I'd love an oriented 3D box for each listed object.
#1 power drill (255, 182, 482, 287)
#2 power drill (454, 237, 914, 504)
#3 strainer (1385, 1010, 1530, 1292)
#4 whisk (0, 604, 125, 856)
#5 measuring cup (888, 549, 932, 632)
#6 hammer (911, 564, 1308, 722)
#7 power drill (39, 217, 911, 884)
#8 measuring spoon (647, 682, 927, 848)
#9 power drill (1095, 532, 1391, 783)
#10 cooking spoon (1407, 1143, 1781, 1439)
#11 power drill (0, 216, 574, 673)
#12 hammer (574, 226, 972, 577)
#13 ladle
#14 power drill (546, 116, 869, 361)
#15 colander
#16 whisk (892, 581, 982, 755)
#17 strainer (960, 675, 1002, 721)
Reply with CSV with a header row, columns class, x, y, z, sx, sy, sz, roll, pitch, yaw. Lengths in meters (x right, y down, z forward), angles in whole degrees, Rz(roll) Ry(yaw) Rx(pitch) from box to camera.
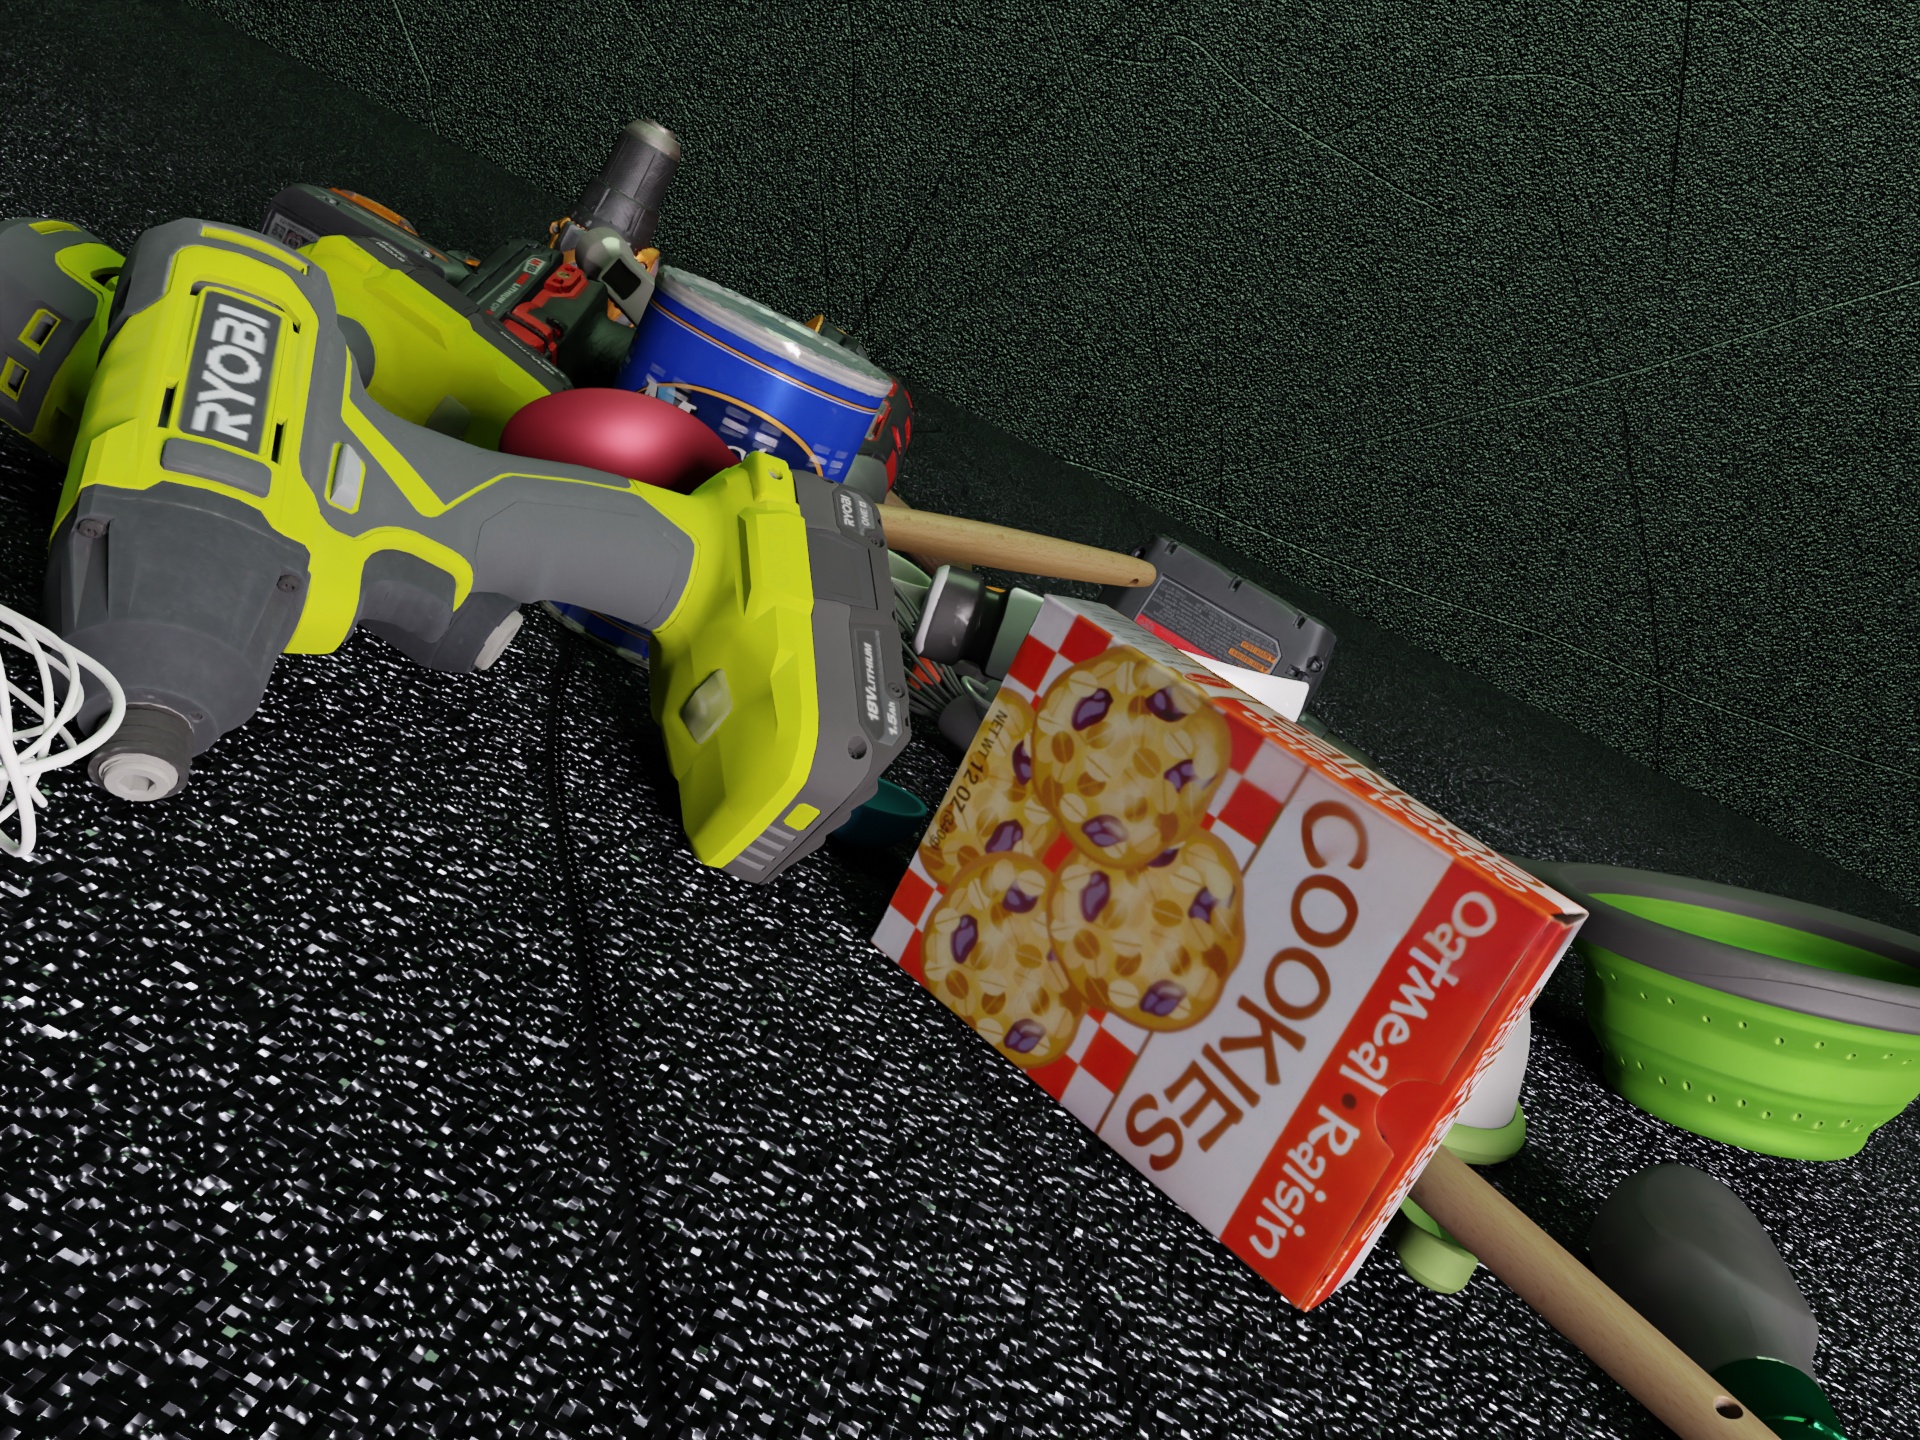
class,x,y,z,sx,sy,sz,roll,pitch,yaw
power drill,-0.274,-0.220,0.901,0.164,0.084,0.226,30,10,7
power drill,-0.138,-0.145,0.767,0.219,0.078,0.143,18,39,-2
strainer,0.154,0.105,0.553,0.151,0.069,0.256,27,12,0
whisk,-0.263,-0.042,0.360,0.246,0.059,0.058,31,41,31
measuring cup,-0.017,-0.054,0.874,0.167,0.038,0.083,28,14,-5
hammer,0.038,-0.032,0.661,0.127,0.034,0.337,19,5,-5
power drill,-0.130,-0.034,0.451,0.223,0.080,0.171,16,47,-32
measuring spoon,-0.069,0.017,0.577,0.129,0.021,0.042,25,12,29
power drill,0.159,-0.009,0.889,0.188,0.080,0.226,32,-2,14
cooking spoon,0.108,0.107,0.480,0.068,0.017,0.319,-13,28,-24
power drill,-0.222,-0.105,0.583,0.190,0.080,0.229,36,16,-9
hammer,-0.092,-0.167,0.964,0.331,0.031,0.130,37,10,-47
ladle,-0.030,-0.077,0.628,0.315,0.069,0.031,5,54,-42
power drill,-0.171,-0.272,1.069,0.226,0.185,0.084,27,12,-14
colander,0.286,0.118,0.755,0.397,0.094,0.204,14,8,24
whisk,-0.001,-0.003,0.703,0.239,0.055,0.055,43,20,33
strainer,0.082,0.023,0.681,0.258,0.050,0.087,24,34,-48
